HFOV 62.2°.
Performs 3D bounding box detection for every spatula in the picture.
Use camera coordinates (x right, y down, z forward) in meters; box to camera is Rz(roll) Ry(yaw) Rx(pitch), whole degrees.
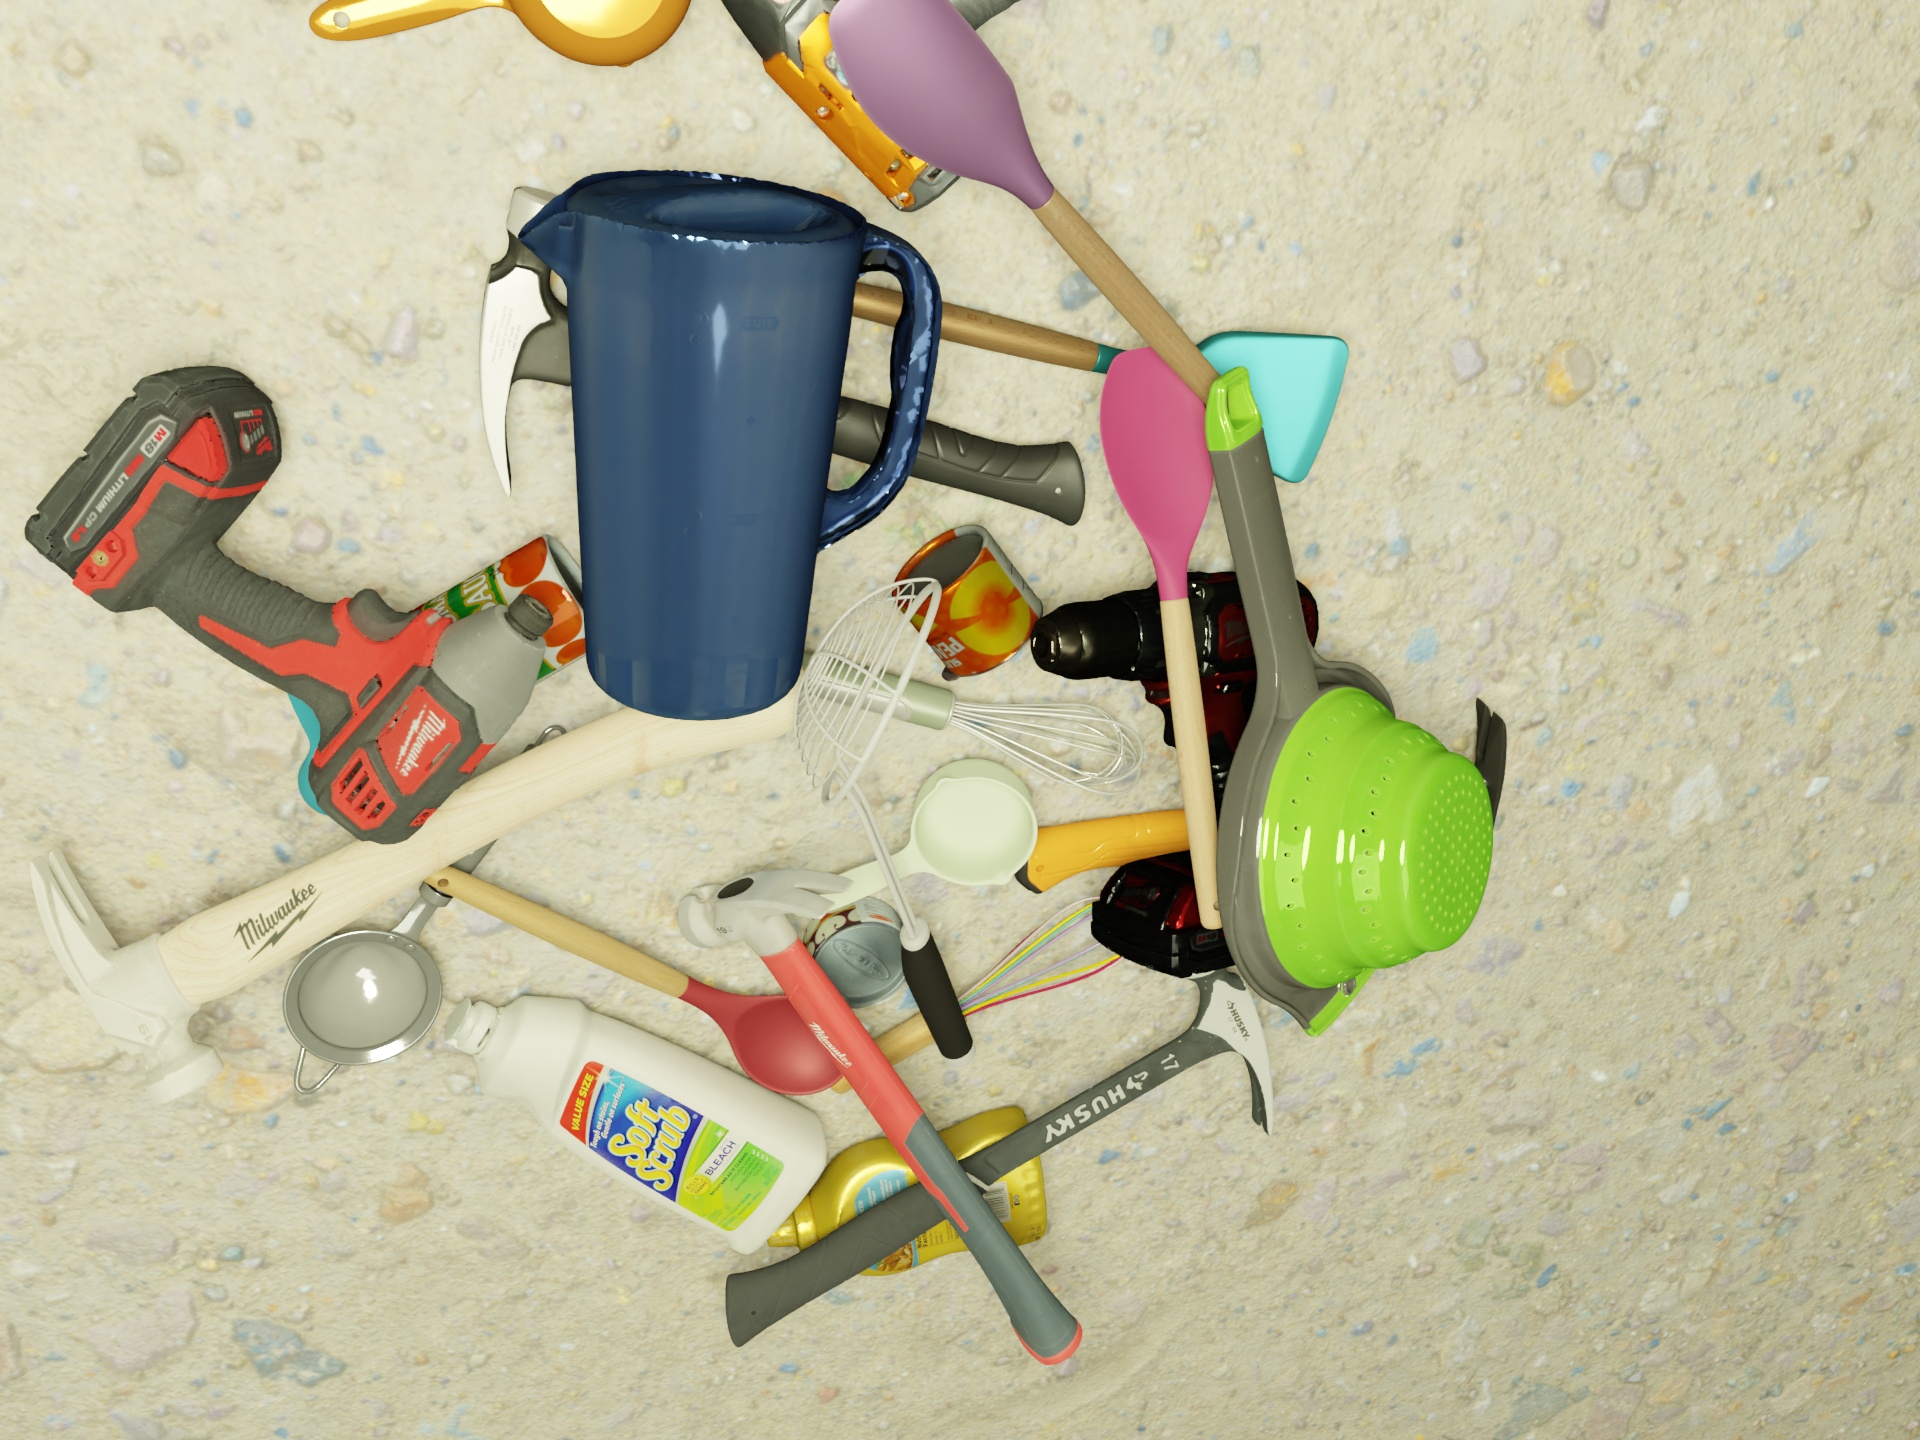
[{"bbox_3d":[0.054,-0.234,0.771,0.060,0.018,0.315,-42,127,15],"label":"spatula"},{"bbox_3d":[0.051,-0.198,0.844,0.317,0.044,0.082,8,112,-19],"label":"spatula"}]

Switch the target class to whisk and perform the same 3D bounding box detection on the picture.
[{"bbox_3d":[-0.001,-0.003,0.936,0.246,0.059,0.057,15,140,-18],"label":"whisk"},{"bbox_3d":[0.018,0.179,1.037,0.245,0.047,0.051,-31,155,8],"label":"whisk"}]

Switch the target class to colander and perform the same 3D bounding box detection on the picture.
[{"bbox_3d":[0.216,-0.002,0.871,0.204,0.094,0.396,-38,121,-39],"label":"colander"}]

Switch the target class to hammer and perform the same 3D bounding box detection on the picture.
[{"bbox_3d":[-0.084,-0.155,0.835,0.334,0.035,0.146,12,113,-22],"label":"hammer"},{"bbox_3d":[0.195,0.063,1.033,0.337,0.034,0.127,-6,120,-13],"label":"hammer"},{"bbox_3d":[-0.021,0.250,0.968,0.038,0.143,0.386,-46,112,-37],"label":"hammer"},{"bbox_3d":[-0.275,0.049,0.844,0.410,0.038,0.146,-27,100,-3],"label":"hammer"},{"bbox_3d":[0.025,0.297,1.059,0.409,0.036,0.149,-29,100,-6],"label":"hammer"}]

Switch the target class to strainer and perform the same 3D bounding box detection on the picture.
[{"bbox_3d":[-0.303,0.104,0.911,0.086,0.050,0.258,35,99,-31],"label":"strainer"}]

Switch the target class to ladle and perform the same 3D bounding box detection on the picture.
[{"bbox_3d":[-0.189,0.153,0.959,0.315,0.031,0.069,34,97,-34],"label":"ladle"}]

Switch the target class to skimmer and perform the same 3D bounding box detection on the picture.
[{"bbox_3d":[-0.014,0.081,0.898,0.090,0.127,0.362,-3,132,17],"label":"skimmer"}]

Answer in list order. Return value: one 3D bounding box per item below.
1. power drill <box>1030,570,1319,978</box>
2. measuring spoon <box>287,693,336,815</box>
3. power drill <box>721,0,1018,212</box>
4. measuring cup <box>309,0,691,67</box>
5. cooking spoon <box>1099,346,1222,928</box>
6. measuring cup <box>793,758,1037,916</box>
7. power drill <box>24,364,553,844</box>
[{"bbox_3d":[0.123,0.028,0.922,0.187,0.080,0.226,-7,102,-32],"label":"power drill"},{"bbox_3d":[-0.347,0.000,0.851,0.042,0.021,0.128,-12,122,-9],"label":"measuring spoon"},{"bbox_3d":[-0.001,-0.367,0.717,0.226,0.084,0.164,-43,121,14],"label":"power drill"},{"bbox_3d":[-0.200,-0.323,0.698,0.173,0.052,0.095,-18,121,-8],"label":"measuring cup"},{"bbox_3d":[0.118,-0.040,0.862,0.068,0.017,0.319,-13,100,-25],"label":"cooking spoon"},{"bbox_3d":[-0.031,0.077,0.980,0.167,0.038,0.083,-25,114,14],"label":"measuring cup"},{"bbox_3d":[-0.307,-0.059,0.756,0.219,0.078,0.143,43,101,-9],"label":"power drill"}]
